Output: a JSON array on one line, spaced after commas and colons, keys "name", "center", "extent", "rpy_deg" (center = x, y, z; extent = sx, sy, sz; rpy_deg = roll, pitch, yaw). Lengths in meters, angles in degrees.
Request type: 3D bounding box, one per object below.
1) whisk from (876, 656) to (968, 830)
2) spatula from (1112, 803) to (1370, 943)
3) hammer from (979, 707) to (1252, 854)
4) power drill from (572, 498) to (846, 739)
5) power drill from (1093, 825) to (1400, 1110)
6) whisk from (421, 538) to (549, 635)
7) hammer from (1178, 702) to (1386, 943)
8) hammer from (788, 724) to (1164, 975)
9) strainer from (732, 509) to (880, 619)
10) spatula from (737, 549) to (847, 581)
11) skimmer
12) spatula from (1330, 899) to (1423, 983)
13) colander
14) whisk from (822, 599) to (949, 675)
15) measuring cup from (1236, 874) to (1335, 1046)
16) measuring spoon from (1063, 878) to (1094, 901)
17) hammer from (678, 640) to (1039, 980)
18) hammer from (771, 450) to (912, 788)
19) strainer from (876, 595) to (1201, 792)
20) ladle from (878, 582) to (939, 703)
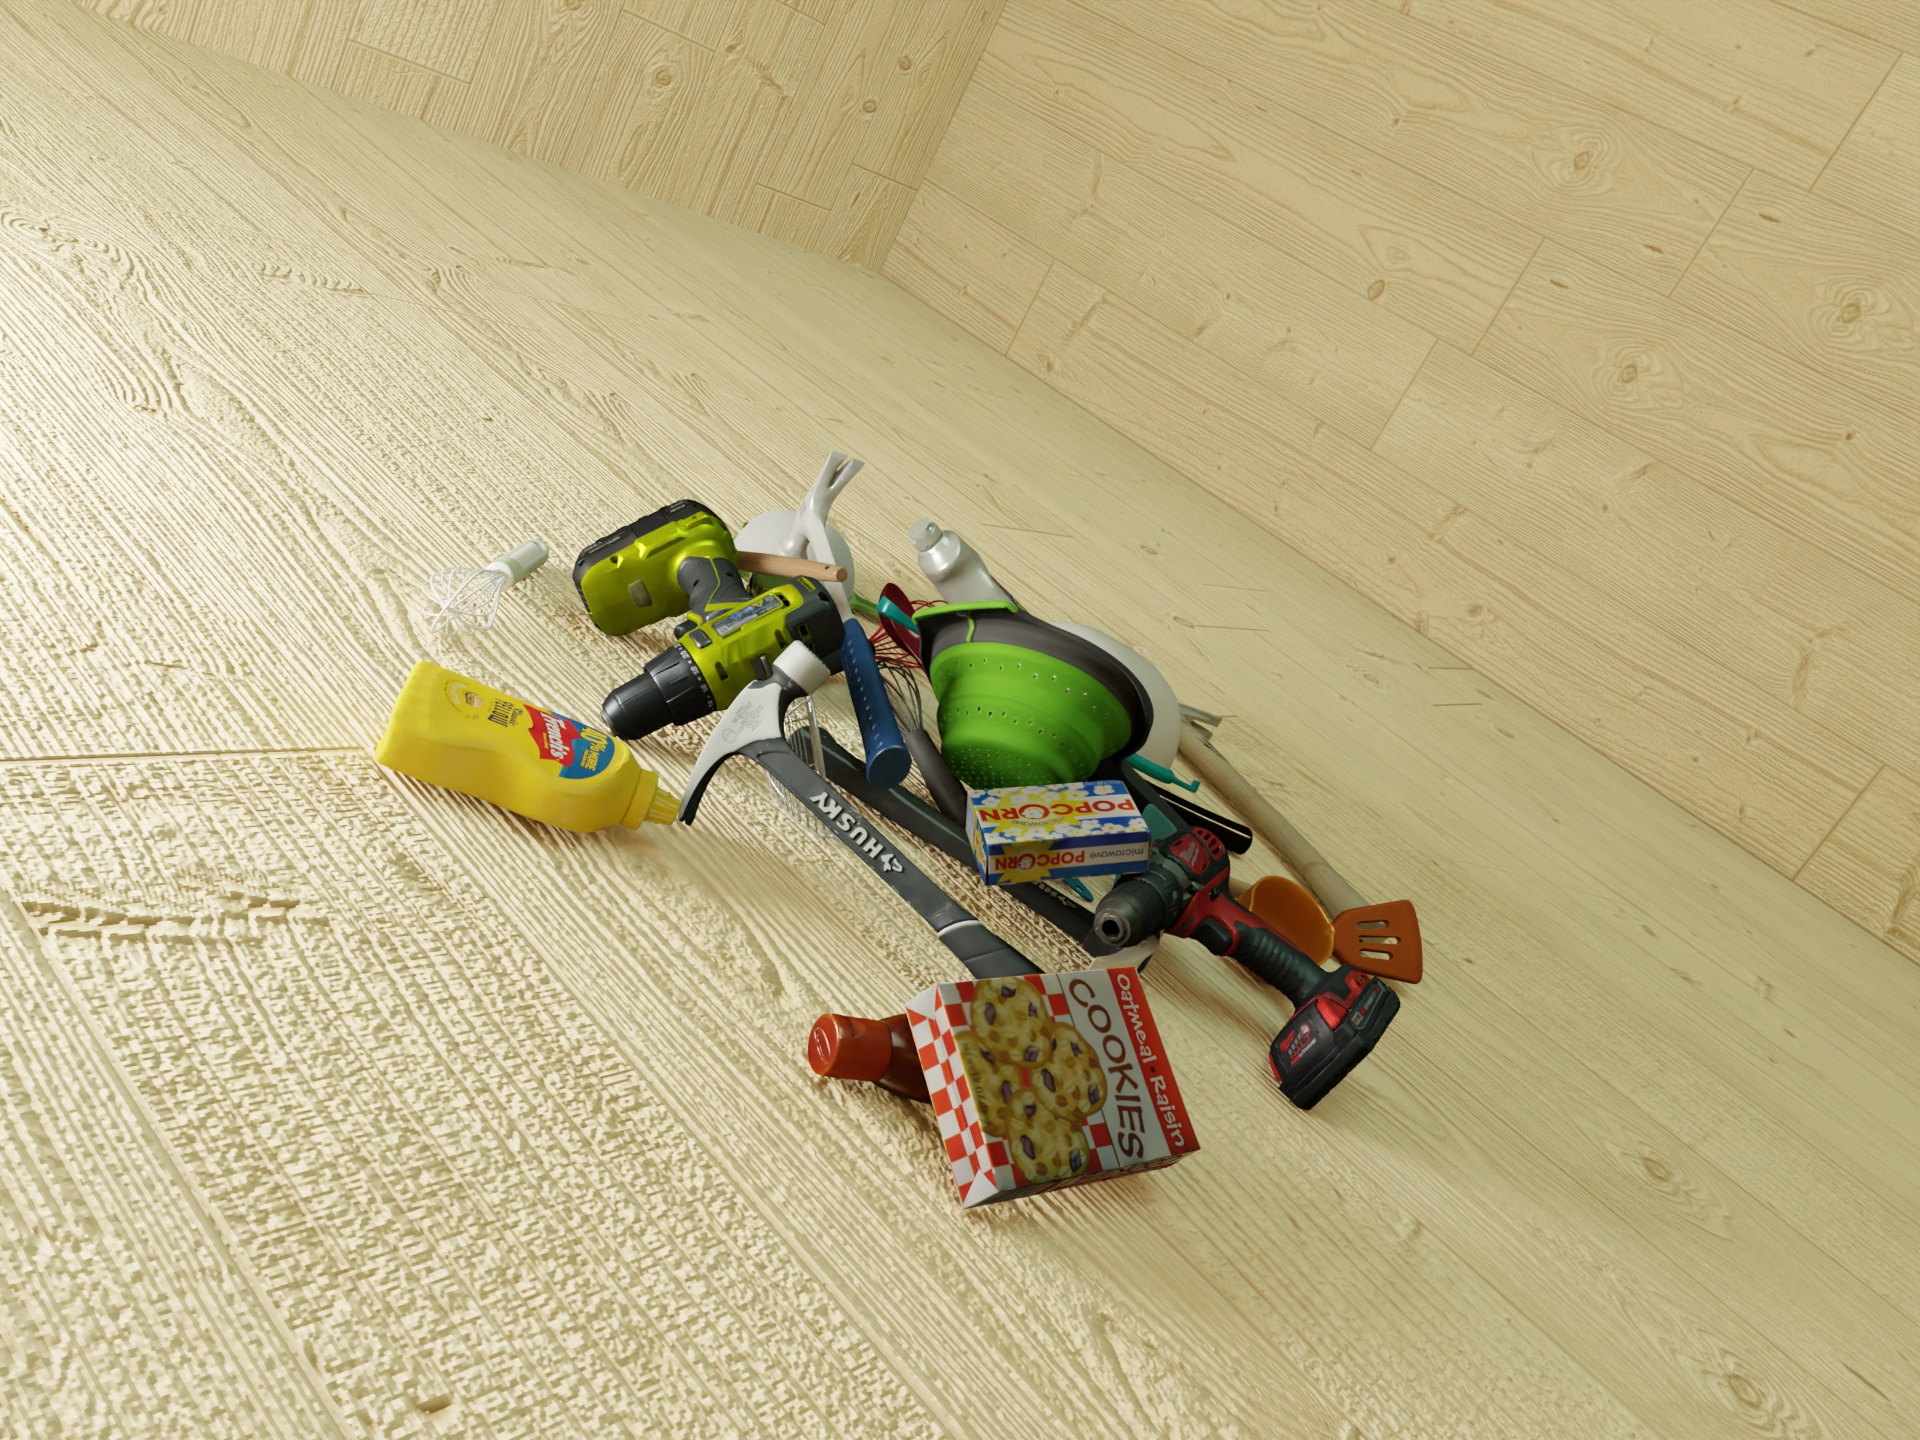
[{"name": "whisk", "center": [-0.037, 0.019, 1.396], "extent": [0.055, 0.055, 0.239], "rpy_deg": [14, 29, -35]}, {"name": "spatula", "center": [0.262, 0.160, 1.440], "extent": [0.317, 0.082, 0.044], "rpy_deg": [24, -2, -27]}, {"name": "hammer", "center": [0.138, 0.052, 1.560], "extent": [0.331, 0.031, 0.130], "rpy_deg": [25, 21, -11]}, {"name": "power drill", "center": [-0.220, -0.078, 1.257], "extent": [0.190, 0.080, 0.229], "rpy_deg": [-29, 39, -15]}, {"name": "power drill", "center": [0.210, 0.185, 1.212], "extent": [0.227, 0.080, 0.188], "rpy_deg": [43, 28, 14]}, {"name": "whisk", "center": [-0.371, -0.114, 1.269], "extent": [0.057, 0.059, 0.246], "rpy_deg": [38, 14, -9]}, {"name": "hammer", "center": [0.324, 0.098, 1.687], "extent": [0.146, 0.038, 0.411], "rpy_deg": [14, 25, -37]}, {"name": "hammer", "center": [0.003, 0.103, 1.255], "extent": [0.335, 0.035, 0.146], "rpy_deg": [32, 20, 11]}, {"name": "strainer", "center": [-0.118, -0.155, 1.662], "extent": [0.256, 0.069, 0.152], "rpy_deg": [24, 21, -9]}, {"name": "spatula", "center": [-0.201, -0.139, 1.389], "extent": [0.316, 0.060, 0.018], "rpy_deg": [12, -33, 46]}, {"name": "skimmer", "center": [-0.010, 0.102, 1.157], "extent": [0.363, 0.090, 0.127], "rpy_deg": [38, -21, 14]}, {"name": "spatula", "center": [0.282, 0.180, 1.419], "extent": [0.322, 0.041, 0.081], "rpy_deg": [13, 64, -29]}, {"name": "colander", "center": [0.095, 0.051, 1.356], "extent": [0.204, 0.094, 0.396], "rpy_deg": [-4, -35, 41]}, {"name": "whisk", "center": [-0.080, -0.069, 1.528], "extent": [0.073, 0.073, 0.296], "rpy_deg": [36, 27, 19]}, {"name": "measuring cup", "center": [0.273, 0.216, 1.333], "extent": [0.095, 0.052, 0.174], "rpy_deg": [15, 49, -28]}, {"name": "measuring spoon", "center": [0.058, 0.114, 1.337], "extent": [0.128, 0.021, 0.042], "rpy_deg": [41, 21, 8]}, {"name": "hammer", "center": [-0.019, 0.131, 1.073], "extent": [0.409, 0.149, 0.036], "rpy_deg": [43, -5, 12]}, {"name": "hammer", "center": [-0.098, -0.089, 1.378], "extent": [0.035, 0.144, 0.406], "rpy_deg": [17, 30, -27]}, {"name": "strainer", "center": [0.080, -0.059, 1.465], "extent": [0.340, 0.095, 0.211], "rpy_deg": [29, 4, -27]}, {"name": "ladle", "center": [-0.002, -0.005, 1.435], "extent": [0.069, 0.031, 0.316], "rpy_deg": [29, 25, -56]}]
